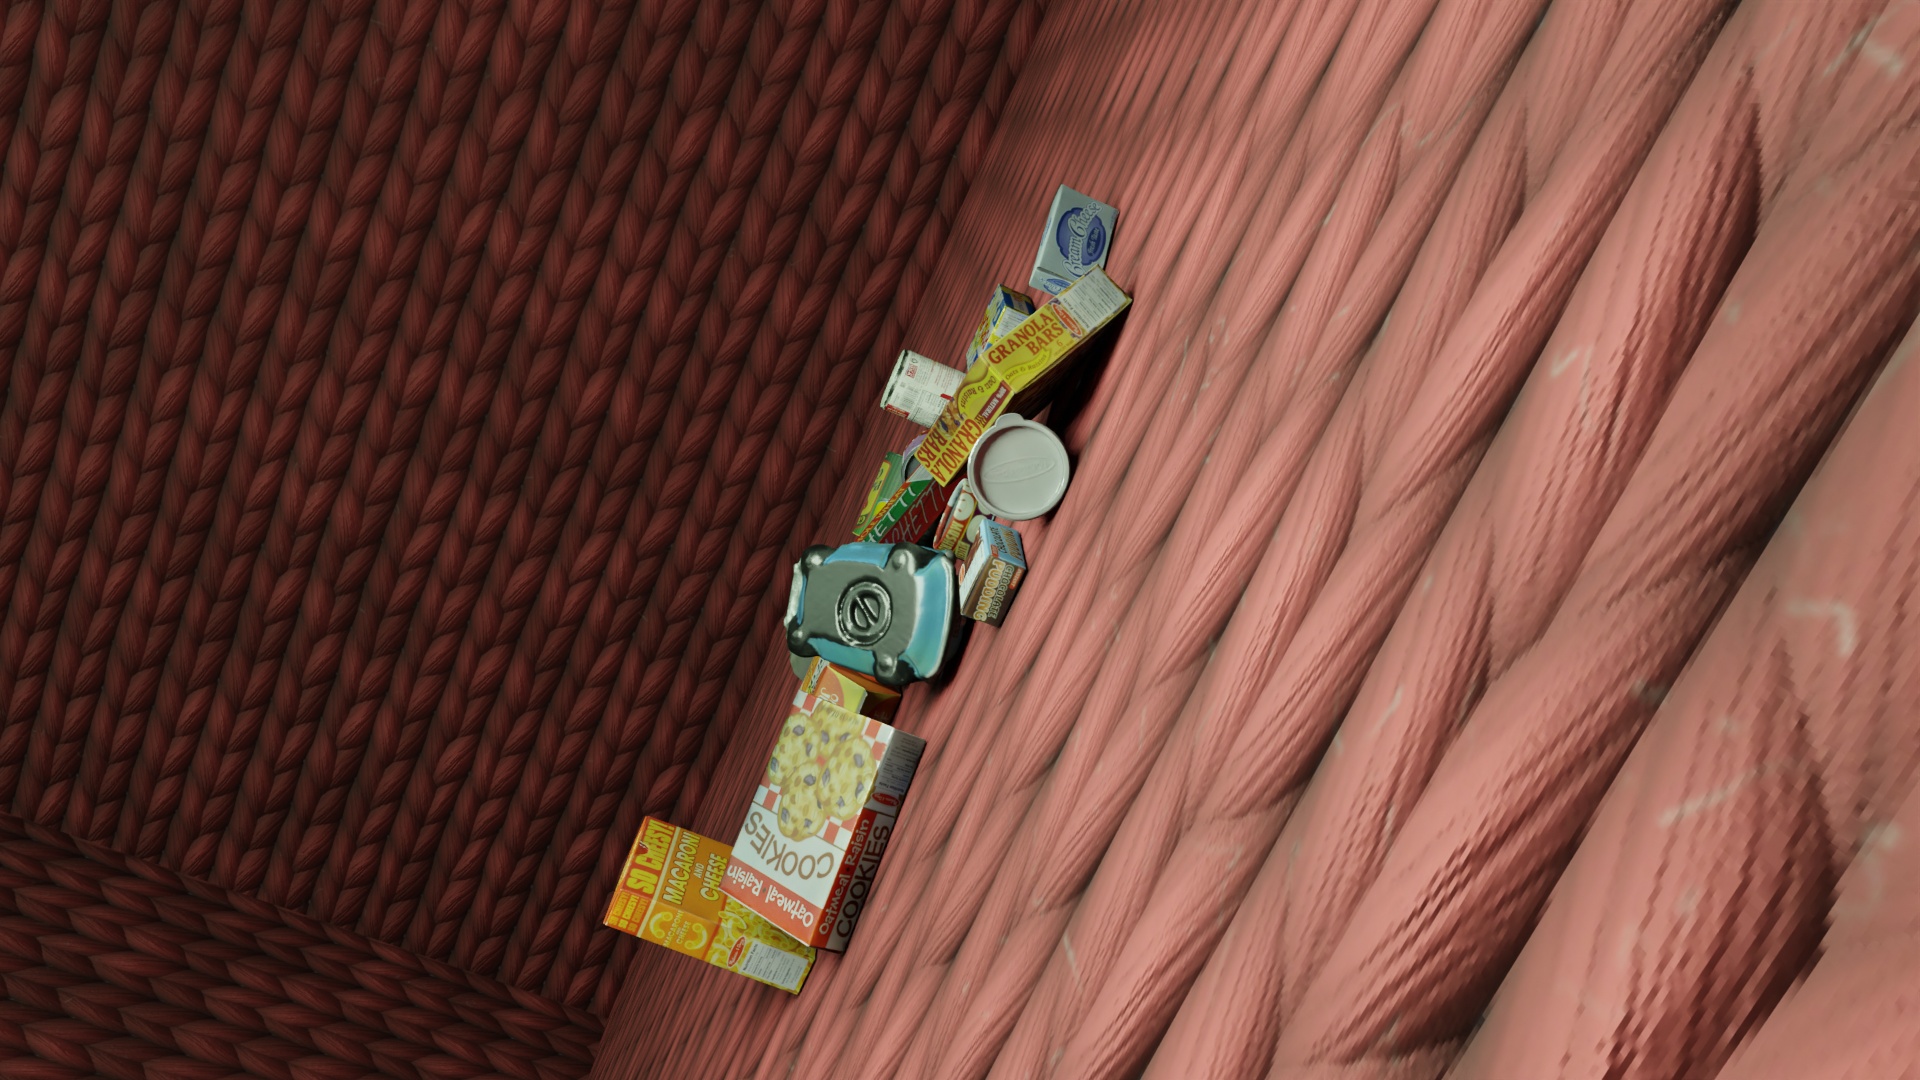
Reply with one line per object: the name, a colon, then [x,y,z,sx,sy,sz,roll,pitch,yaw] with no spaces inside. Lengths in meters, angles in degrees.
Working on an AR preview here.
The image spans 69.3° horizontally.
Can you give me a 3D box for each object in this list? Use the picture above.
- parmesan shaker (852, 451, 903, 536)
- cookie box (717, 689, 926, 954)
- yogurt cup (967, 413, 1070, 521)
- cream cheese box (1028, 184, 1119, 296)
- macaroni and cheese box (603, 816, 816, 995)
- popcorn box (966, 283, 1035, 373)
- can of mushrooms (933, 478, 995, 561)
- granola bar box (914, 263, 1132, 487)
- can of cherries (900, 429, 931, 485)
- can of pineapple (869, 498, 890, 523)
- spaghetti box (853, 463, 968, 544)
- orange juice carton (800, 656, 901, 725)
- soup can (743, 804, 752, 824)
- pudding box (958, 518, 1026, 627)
parmesan shaker: [-0.072,-0.043,1.585,0.071,0.071,0.103,-156,89,-81]
cookie box: [-0.106,0.210,1.053,0.123,0.040,0.167,13,78,47]
yogurt cup: [0.040,-0.049,0.941,0.054,0.072,0.072,-73,6,-83]
cream cheese box: [0.093,-0.239,1.126,0.024,0.053,0.104,121,168,-54]
macaroni and cheese box: [-0.201,0.300,1.158,0.124,0.166,0.040,-99,33,-73]
popcorn box: [0.040,-0.204,1.398,0.127,0.038,0.085,-92,26,-70]
can of mushrooms: [0.004,-0.015,1.160,0.071,0.033,0.071,-154,88,-81]
granola bar box: [0.042,-0.114,1.002,0.125,0.039,0.165,-40,-4,-27]
can of cherries: [-0.023,-0.073,1.373,0.058,0.071,0.071,-92,26,-72]
can of pineapple: [-0.065,-0.003,1.431,0.071,0.071,0.058,141,150,-72]
spaghetti box: [-0.045,-0.023,1.199,0.251,0.028,0.050,-51,24,-24]
orange juice carton: [-0.102,0.145,1.265,0.193,0.073,0.071,-123,56,-79]
soup can: [-0.178,0.272,1.433,0.072,0.071,0.083,-84,18,-61]
pudding box: [0.021,0.021,0.976,0.084,0.030,0.049,-96,28,-72]
